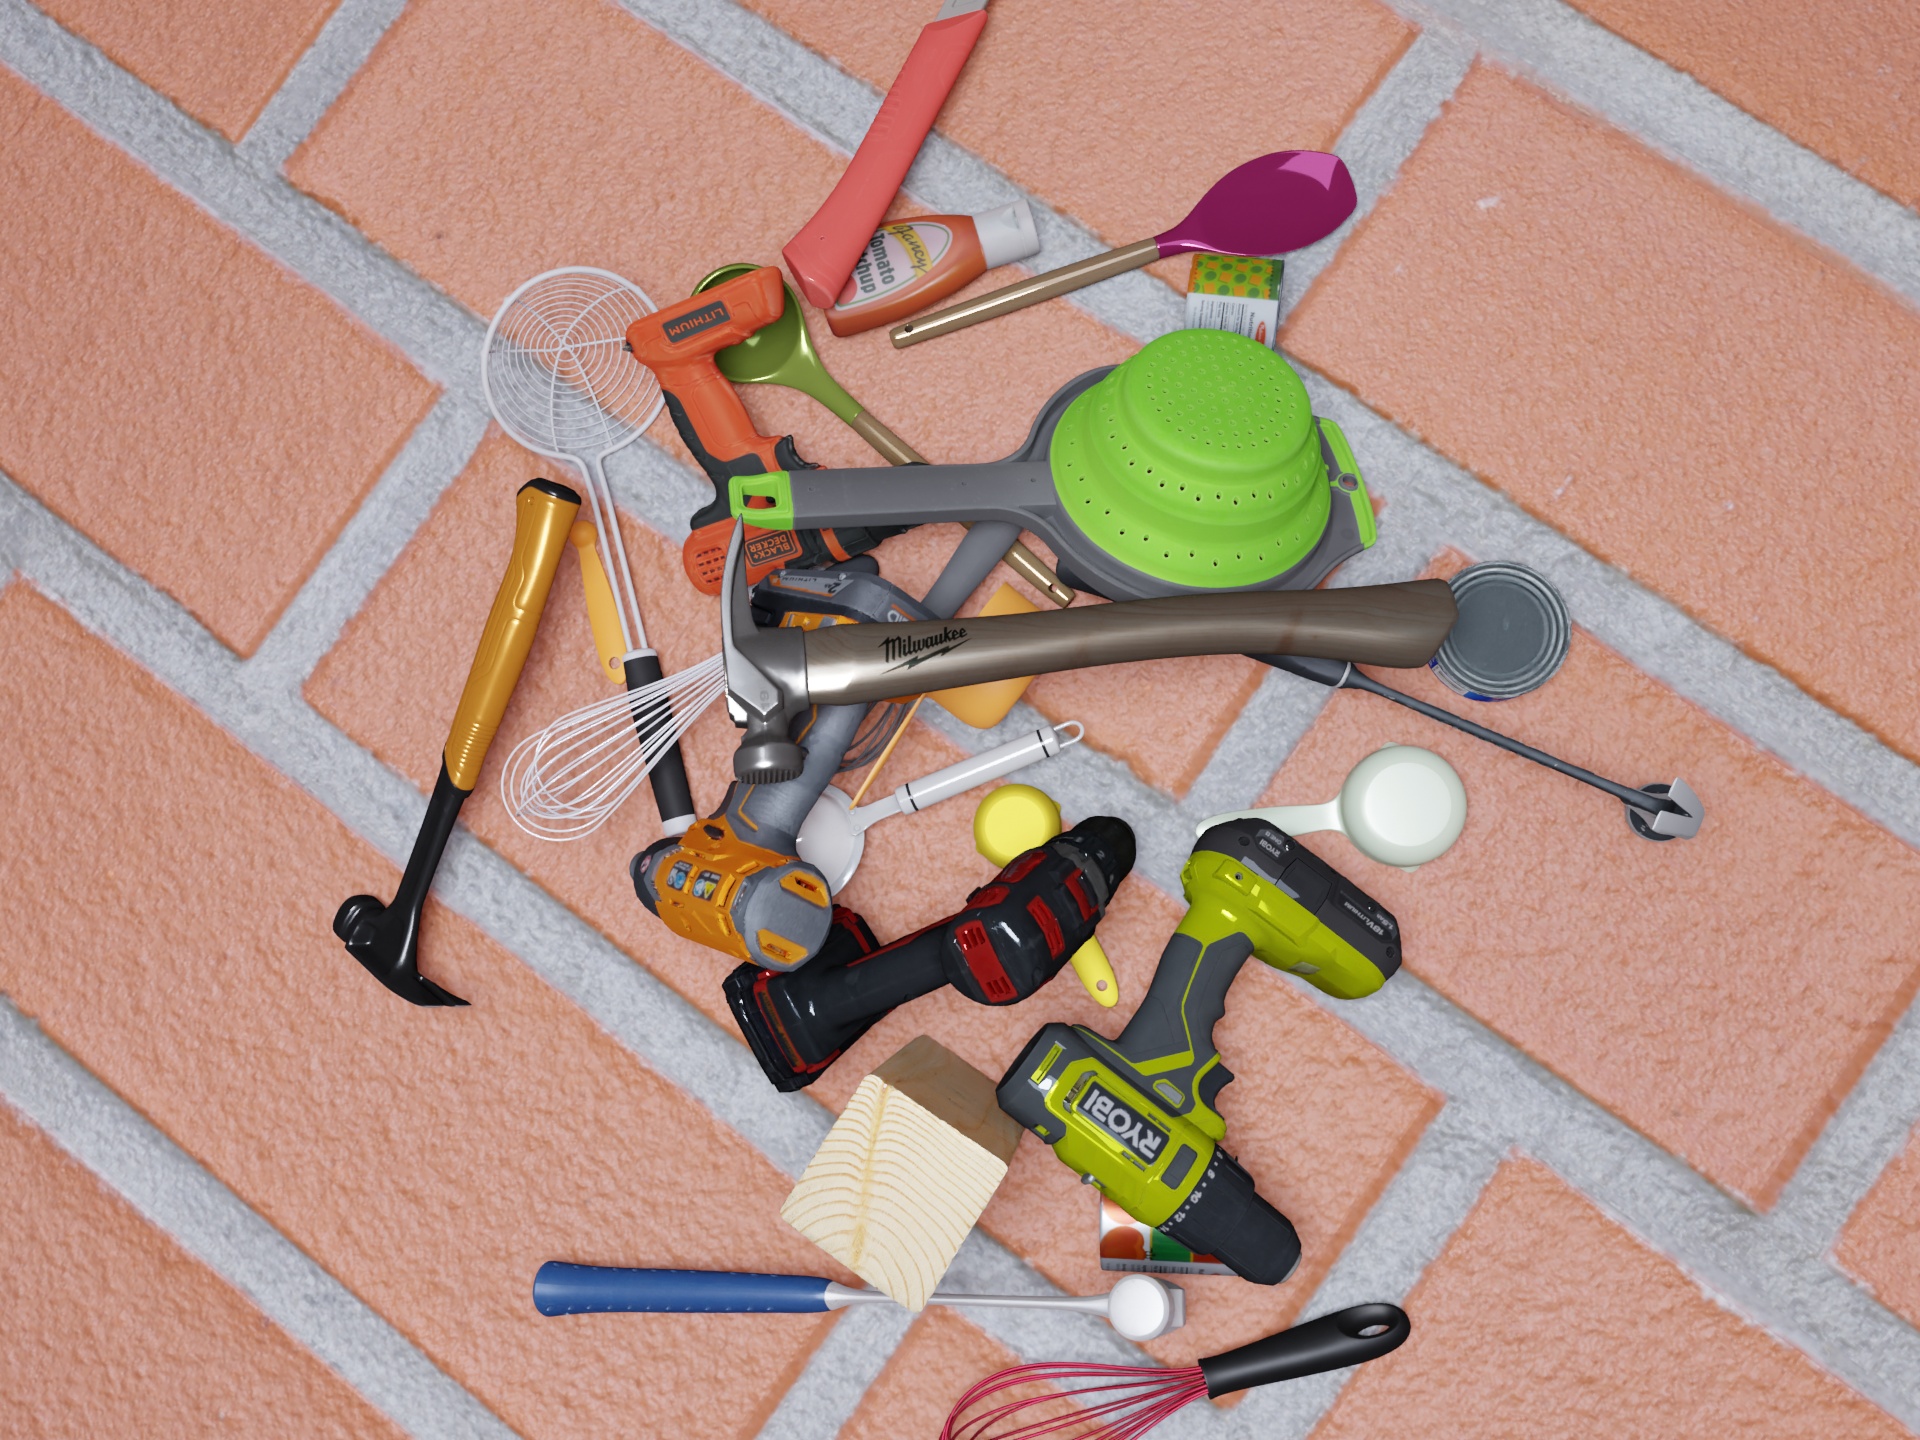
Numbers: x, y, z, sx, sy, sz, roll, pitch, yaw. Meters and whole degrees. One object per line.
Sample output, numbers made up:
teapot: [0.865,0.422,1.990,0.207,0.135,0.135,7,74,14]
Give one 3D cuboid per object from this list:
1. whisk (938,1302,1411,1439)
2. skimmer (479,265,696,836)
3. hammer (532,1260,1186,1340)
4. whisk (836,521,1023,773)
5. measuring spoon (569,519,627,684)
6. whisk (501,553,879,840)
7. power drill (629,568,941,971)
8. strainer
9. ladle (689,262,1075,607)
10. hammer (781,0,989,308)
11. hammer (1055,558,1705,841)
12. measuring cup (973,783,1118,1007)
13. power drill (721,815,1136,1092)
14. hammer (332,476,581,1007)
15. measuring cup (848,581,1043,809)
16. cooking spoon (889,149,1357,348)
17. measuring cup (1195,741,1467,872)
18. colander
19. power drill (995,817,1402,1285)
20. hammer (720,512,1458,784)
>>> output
whisk: [0.127,0.400,0.953,0.296,0.073,0.073,-16,82,-1]
skimmer: [-0.217,-0.106,1.030,0.127,0.090,0.363,-12,84,-25]
hammer: [-0.065,0.349,0.960,0.405,0.144,0.035,-4,69,16]
whisk: [-0.021,-0.063,1.013,0.055,0.055,0.239,38,96,9]
measuring spoon: [-0.243,-0.080,1.069,0.021,0.011,0.117,-16,82,5]
whisk: [-0.163,-0.022,1.006,0.284,0.070,0.070,-37,81,-17]
power drill: [-0.114,0.026,0.943,0.164,0.084,0.226,8,70,47]
strainer: [-0.042,0.051,1.010,0.258,0.050,0.087,-22,62,5]
ladle: [-0.051,-0.181,1.037,0.320,0.062,0.078,42,103,6]
hammer: [-0.010,-0.425,1.044,0.149,0.036,0.359,24,78,9]
hammer: [0.244,-0.021,0.960,0.409,0.149,0.036,24,94,15]
measuring cup: [0.059,0.111,1.004,0.062,0.029,0.156,-29,79,3]
power drill: [-0.008,0.127,0.942,0.226,0.188,0.080,-25,94,32]
hammer: [-0.305,0.011,1.001,0.127,0.034,0.337,27,99,38]
measuring cup: [-0.002,-0.003,0.989,0.052,0.095,0.173,35,80,0]
cooking spoon: [0.105,-0.304,1.051,0.319,0.017,0.069,-18,81,4]
measuring cup: [0.230,0.059,0.987,0.167,0.038,0.083,-8,83,5]
colander: [0.064,-0.160,0.936,0.397,0.094,0.205,-4,59,-10]
power drill: [0.157,0.190,0.926,0.190,0.080,0.228,37,70,3]
hammer: [0.074,-0.056,0.884,0.410,0.038,0.146,-5,76,-8]
